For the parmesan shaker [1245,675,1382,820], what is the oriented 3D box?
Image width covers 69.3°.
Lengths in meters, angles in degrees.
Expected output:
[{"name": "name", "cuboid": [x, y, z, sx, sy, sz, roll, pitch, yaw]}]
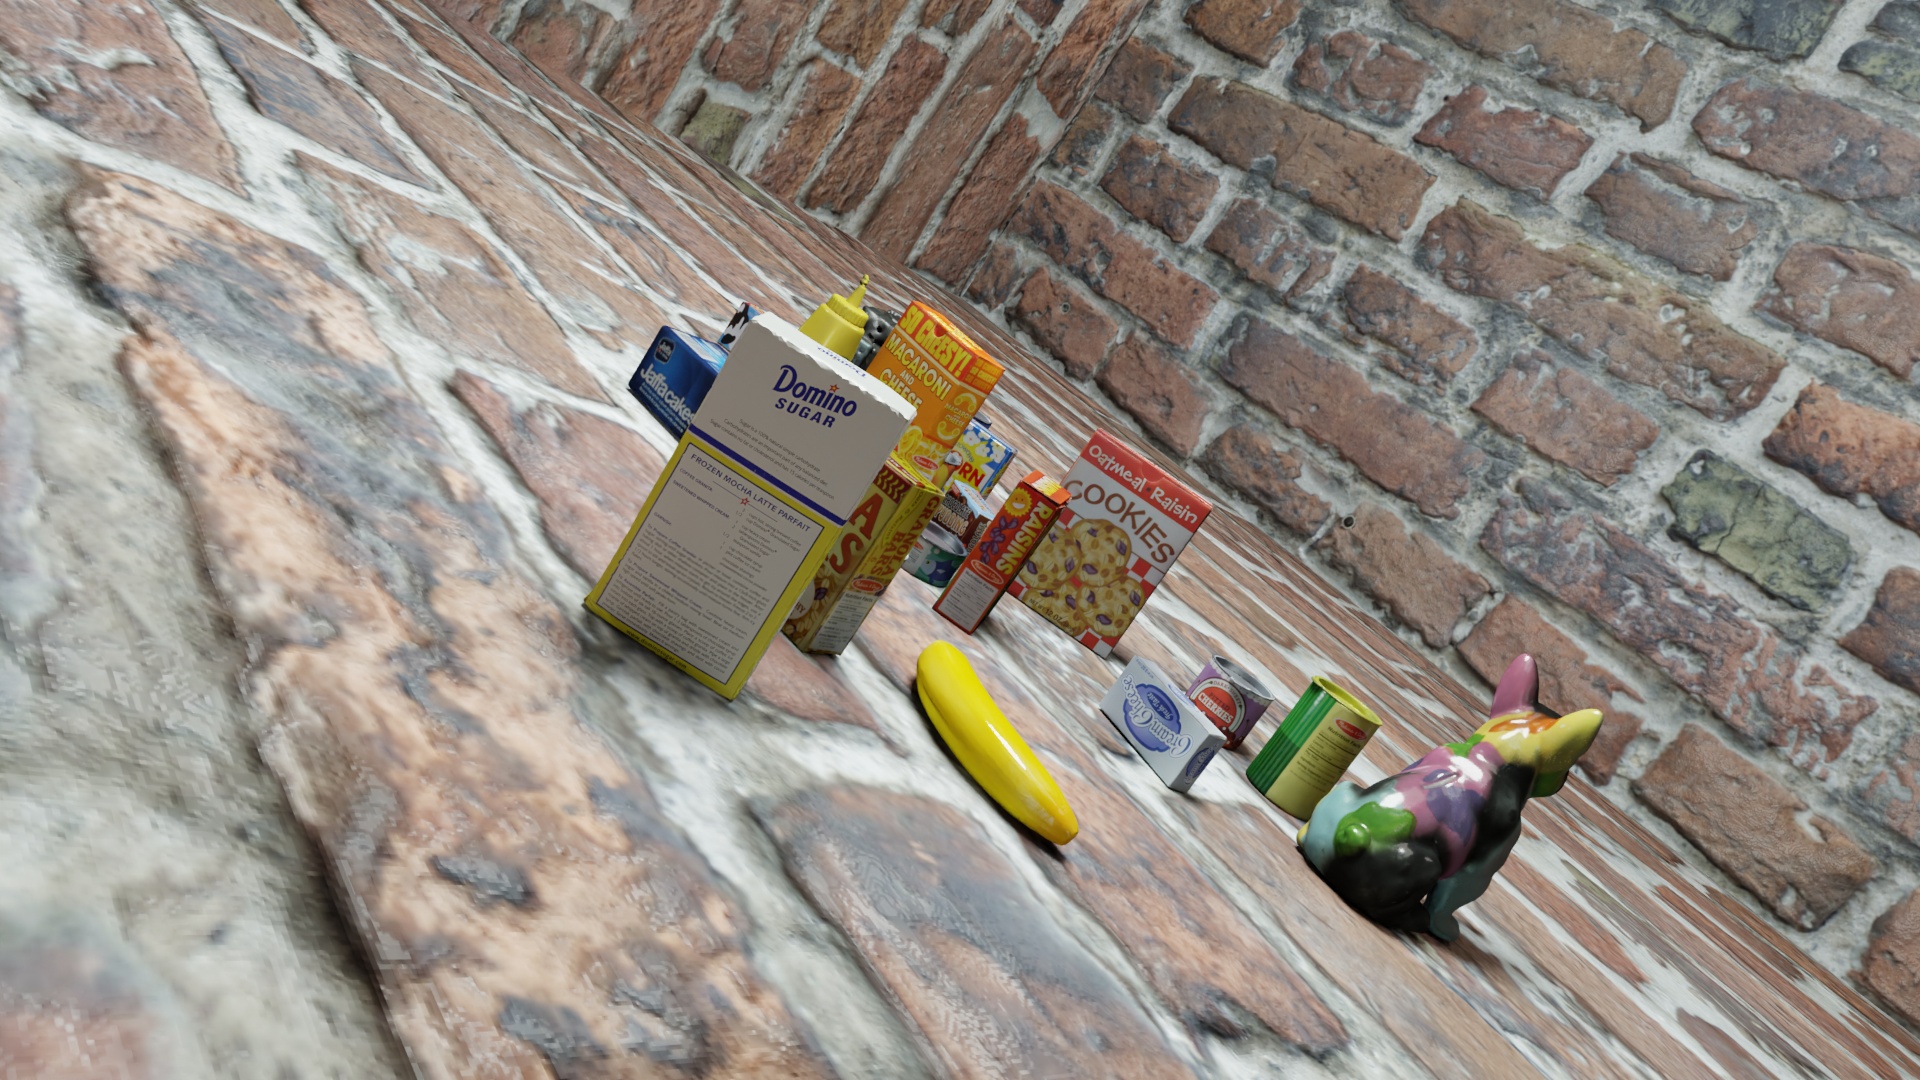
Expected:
[{"name": "parmesan shaker", "cuboid": [0.293, 0.172, 1.164, 0.071, 0.103, 0.071, 32, 12, -8]}]

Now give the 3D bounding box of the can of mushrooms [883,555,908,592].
[{"name": "can of mushrooms", "cuboid": [-0.074, 0.009, 1.014, 0.071, 0.033, 0.071, 32, 13, -8]}]

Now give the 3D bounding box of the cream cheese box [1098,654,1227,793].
[{"name": "cream cheese box", "cuboid": [0.152, 0.138, 1.052, 0.024, 0.053, 0.104, 24, 16, -39]}]

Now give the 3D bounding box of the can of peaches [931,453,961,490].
[{"name": "can of peaches", "cuboid": [-0.042, -0.066, 1.319, 0.071, 0.058, 0.071, 32, 12, -8]}]

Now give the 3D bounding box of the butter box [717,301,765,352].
[{"name": "butter box", "cuboid": [-0.196, -0.196, 1.429, 0.103, 0.053, 0.024, 38, 13, 20]}]

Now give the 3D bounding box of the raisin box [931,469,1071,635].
[{"name": "raisin box", "cuboid": [0.034, 0.008, 1.084, 0.040, 0.123, 0.086, 35, 12, 5]}]

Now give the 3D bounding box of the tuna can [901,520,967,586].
[{"name": "tuna can", "cuboid": [-0.029, 0.007, 1.137, 0.071, 0.032, 0.071, 32, 13, -8]}]

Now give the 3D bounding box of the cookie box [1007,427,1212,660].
[{"name": "cookie box", "cuboid": [0.127, 0.002, 1.235, 0.123, 0.167, 0.040, 35, 12, 4]}]

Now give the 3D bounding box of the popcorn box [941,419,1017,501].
[{"name": "popcorn box", "cuboid": [-0.017, -0.092, 1.417, 0.127, 0.085, 0.038, 36, 12, 11]}]

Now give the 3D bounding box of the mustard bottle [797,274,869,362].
[{"name": "mustard bottle", "cuboid": [-0.127, -0.174, 1.274, 0.049, 0.160, 0.065, 39, 13, 21]}]

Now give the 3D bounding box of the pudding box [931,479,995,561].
[{"name": "pudding box", "cuboid": [0.005, -0.016, 1.266, 0.030, 0.049, 0.084, 28, 14, -26]}]

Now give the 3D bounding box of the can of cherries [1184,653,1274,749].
[{"name": "can of cherries", "cuboid": [0.233, 0.143, 1.226, 0.071, 0.058, 0.072, 32, 12, -8]}]

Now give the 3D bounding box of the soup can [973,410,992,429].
[{"name": "soup can", "cuboid": [-0.014, -0.109, 1.491, 0.071, 0.083, 0.071, 32, 12, -8]}]

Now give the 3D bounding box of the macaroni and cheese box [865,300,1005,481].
[{"name": "macaroni and cheese box", "cuboid": [-0.048, -0.116, 1.242, 0.040, 0.166, 0.124, 23, 16, -43]}]

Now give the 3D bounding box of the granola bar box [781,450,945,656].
[{"name": "granola bar box", "cuboid": [-0.104, -0.027, 0.866, 0.166, 0.124, 0.039, 41, 14, 31]}]
